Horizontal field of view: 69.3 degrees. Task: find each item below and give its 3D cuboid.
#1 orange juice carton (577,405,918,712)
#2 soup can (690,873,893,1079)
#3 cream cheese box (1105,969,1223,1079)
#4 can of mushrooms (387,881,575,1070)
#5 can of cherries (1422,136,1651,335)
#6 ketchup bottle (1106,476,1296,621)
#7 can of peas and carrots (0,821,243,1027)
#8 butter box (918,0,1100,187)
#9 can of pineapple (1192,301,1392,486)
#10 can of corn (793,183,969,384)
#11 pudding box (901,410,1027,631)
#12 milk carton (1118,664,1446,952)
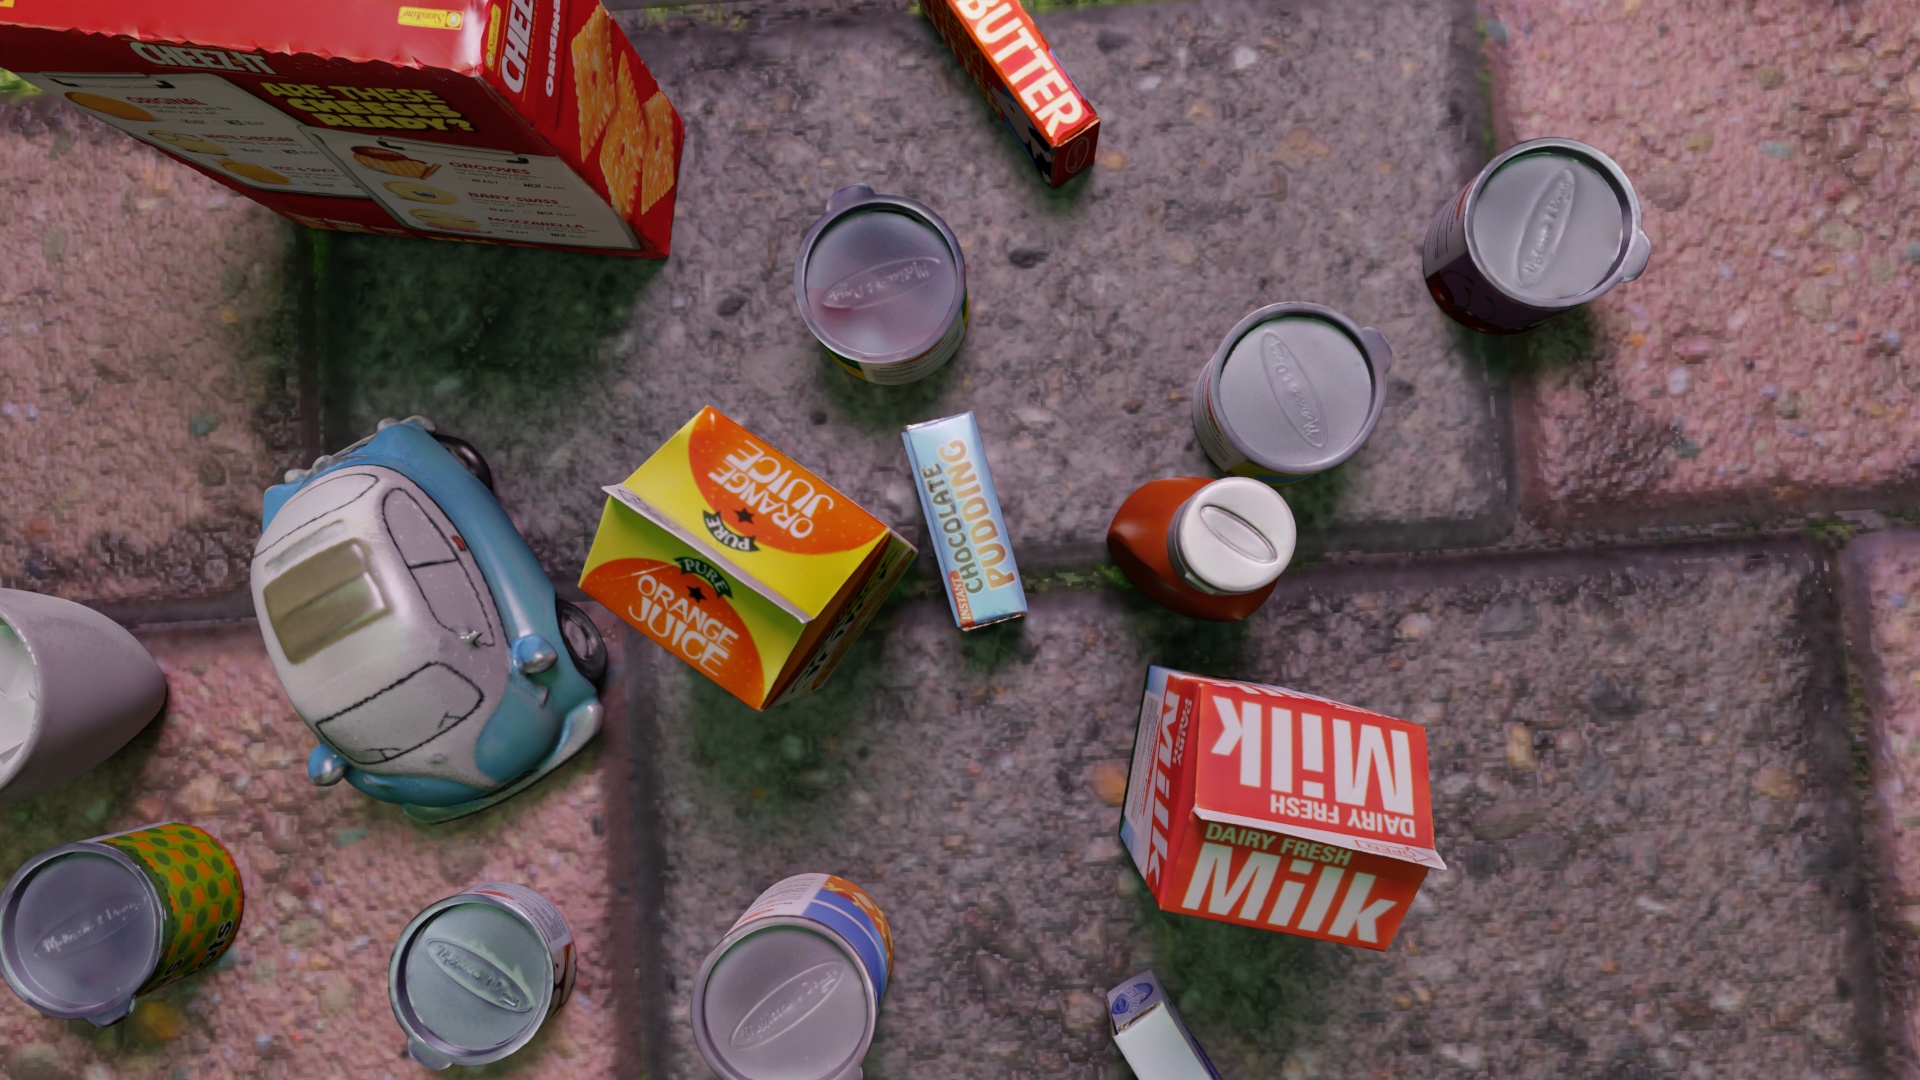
[{"bbox_3d":[-0.069,0.009,0.485,0.072,0.192,0.073,35,89,3],"label":"orange juice carton"},{"bbox_3d":[-0.059,0.169,0.529,0.071,0.084,0.071,0,87,2],"label":"soup can"},{"bbox_3d":[0.094,0.221,0.536,0.024,0.053,0.104,-33,86,0],"label":"cream cheese box"},{"bbox_3d":[-0.192,0.175,0.558,0.071,0.033,0.071,0,86,2],"label":"can of mushrooms"},{"bbox_3d":[0.226,-0.117,0.551,0.071,0.058,0.071,0,87,2],"label":"can of cherries"},{"bbox_3d":[0.088,0.003,0.502,0.065,0.149,0.043,35,89,3],"label":"ketchup bottle"},{"bbox_3d":[-0.330,0.151,0.551,0.071,0.058,0.071,0,87,2],"label":"can of peas and carrots"},{"bbox_3d":[0.018,-0.197,0.565,0.024,0.053,0.103,-34,86,0],"label":"butter box"},{"bbox_3d":[0.130,-0.056,0.550,0.071,0.058,0.071,0,87,2],"label":"can of pineapple"},{"bbox_3d":[-0.031,-0.101,0.558,0.071,0.058,0.071,0,87,2],"label":"can of corn"},{"bbox_3d":[0.002,-0.007,0.555,0.030,0.049,0.083,-16,86,1],"label":"pudding box"},{"bbox_3d":[0.102,0.087,0.476,0.072,0.190,0.073,10,87,3],"label":"milk carton"}]
